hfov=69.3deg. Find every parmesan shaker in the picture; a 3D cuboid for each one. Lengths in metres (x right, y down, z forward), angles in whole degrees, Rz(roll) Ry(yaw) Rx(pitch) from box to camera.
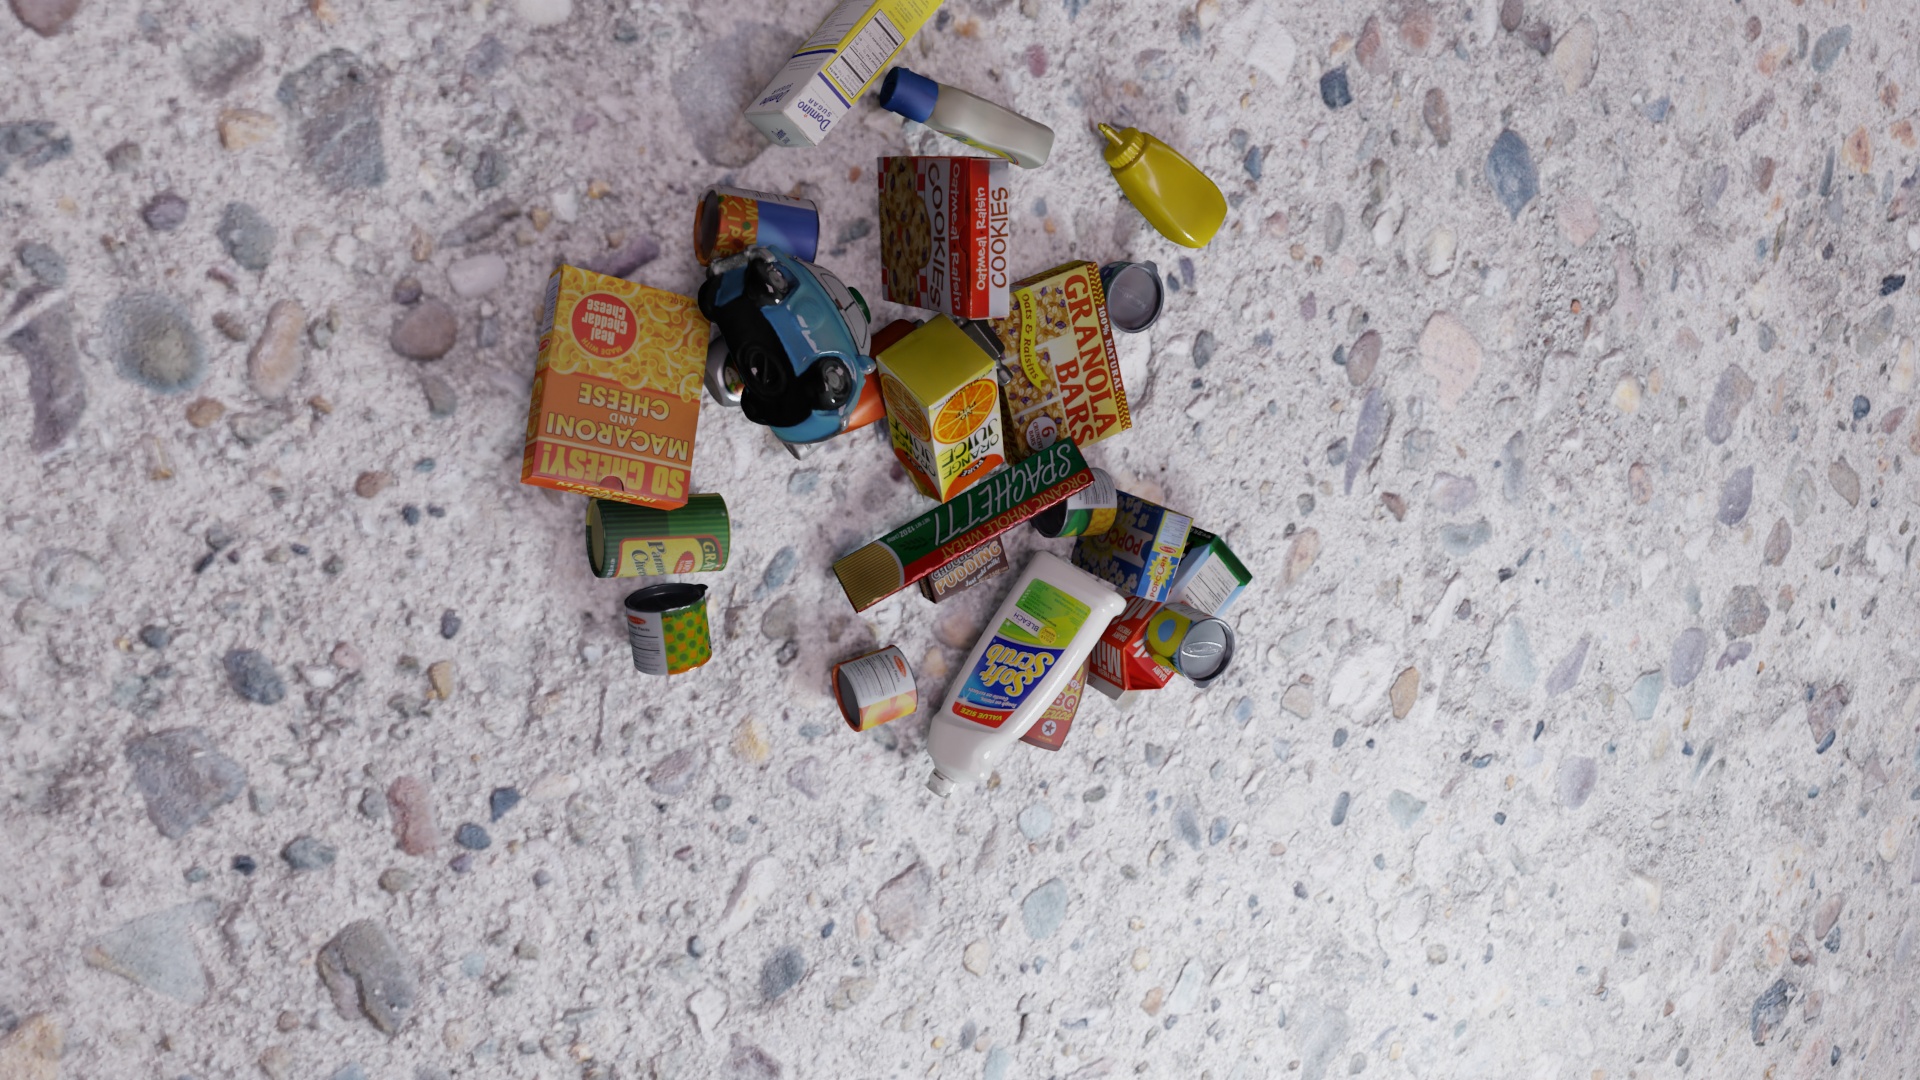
[{"bbox_3d":[-0.248,-0.003,1.135,0.103,0.071,0.071,-4,106,-27],"label":"parmesan shaker"}]

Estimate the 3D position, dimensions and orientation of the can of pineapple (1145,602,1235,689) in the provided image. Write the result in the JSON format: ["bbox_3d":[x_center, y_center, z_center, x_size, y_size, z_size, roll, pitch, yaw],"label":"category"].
[{"bbox_3d":[0.220,0.100,1.339,0.071,0.058,0.070,-7,106,-26],"label":"can of pineapple"}]

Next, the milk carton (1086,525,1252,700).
[{"bbox_3d":[0.197,0.078,1.399,0.191,0.072,0.073,-50,120,-9],"label":"milk carton"}]

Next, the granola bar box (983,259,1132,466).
[{"bbox_3d":[0.084,-0.163,1.288,0.124,0.039,0.165,-24,114,-20],"label":"granola bar box"}]

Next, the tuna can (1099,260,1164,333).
[{"bbox_3d":[0.158,-0.233,1.313,0.071,0.033,0.071,-8,108,-27],"label":"tuna can"}]

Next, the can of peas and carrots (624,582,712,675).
[{"bbox_3d":[-0.241,0.073,1.159,0.071,0.071,0.058,-13,110,-25],"label":"can of peas and carrots"}]

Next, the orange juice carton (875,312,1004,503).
[{"bbox_3d":[-0.014,-0.100,1.204,0.072,0.073,0.191,-36,153,-15],"label":"orange juice carton"}]

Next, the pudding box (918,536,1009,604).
[{"bbox_3d":[0.000,0.019,1.297,0.084,0.030,0.049,-25,113,-21],"label":"pudding box"}]

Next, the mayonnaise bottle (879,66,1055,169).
[{"bbox_3d":[0.004,-0.358,1.179,0.148,0.065,0.041,14,101,-27],"label":"mayonnaise bottle"}]

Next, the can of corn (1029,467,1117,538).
[{"bbox_3d":[0.106,-0.035,1.322,0.058,0.071,0.071,-3,105,-29],"label":"can of corn"}]

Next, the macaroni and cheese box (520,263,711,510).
[{"bbox_3d":[-0.265,-0.117,1.077,0.124,0.040,0.166,11,79,-30],"label":"macaroni and cheese box"}]

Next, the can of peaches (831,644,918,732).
[{"bbox_3d":[-0.079,0.136,1.267,0.058,0.071,0.071,-17,112,-24],"label":"can of peaches"}]

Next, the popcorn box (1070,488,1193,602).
[{"bbox_3d":[0.161,0.001,1.325,0.038,0.127,0.085,16,96,-27],"label":"popcorn box"}]

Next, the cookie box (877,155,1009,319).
[{"bbox_3d":[-0.016,-0.250,1.133,0.040,0.167,0.122,-9,108,-26],"label":"cookie box"}]

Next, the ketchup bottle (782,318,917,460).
[{"bbox_3d":[-0.090,-0.126,1.199,0.149,0.043,0.064,-39,125,-14],"label":"ketchup bottle"}]

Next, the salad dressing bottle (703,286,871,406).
[{"bbox_3d":[-0.145,-0.164,1.158,0.148,0.044,0.064,-32,119,-18],"label":"salad dressing bottle"}]

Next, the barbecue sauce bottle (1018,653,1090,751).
[{"bbox_3d":[0.098,0.131,1.375,0.065,0.044,0.148,22,92,-28],"label":"barbecue sauce bottle"}]

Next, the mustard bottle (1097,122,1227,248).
[{"bbox_3d":[0.180,-0.338,1.287,0.160,0.049,0.065,36,85,-31],"label":"mustard bottle"}]

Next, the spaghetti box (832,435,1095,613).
[{"bbox_3d":[0.004,-0.016,1.253,0.250,0.028,0.050,-29,87,-6],"label":"spaghetti box"}]

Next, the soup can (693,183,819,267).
[{"bbox_3d":[-0.164,-0.244,1.112,0.084,0.071,0.071,3,103,-29],"label":"soup can"}]
